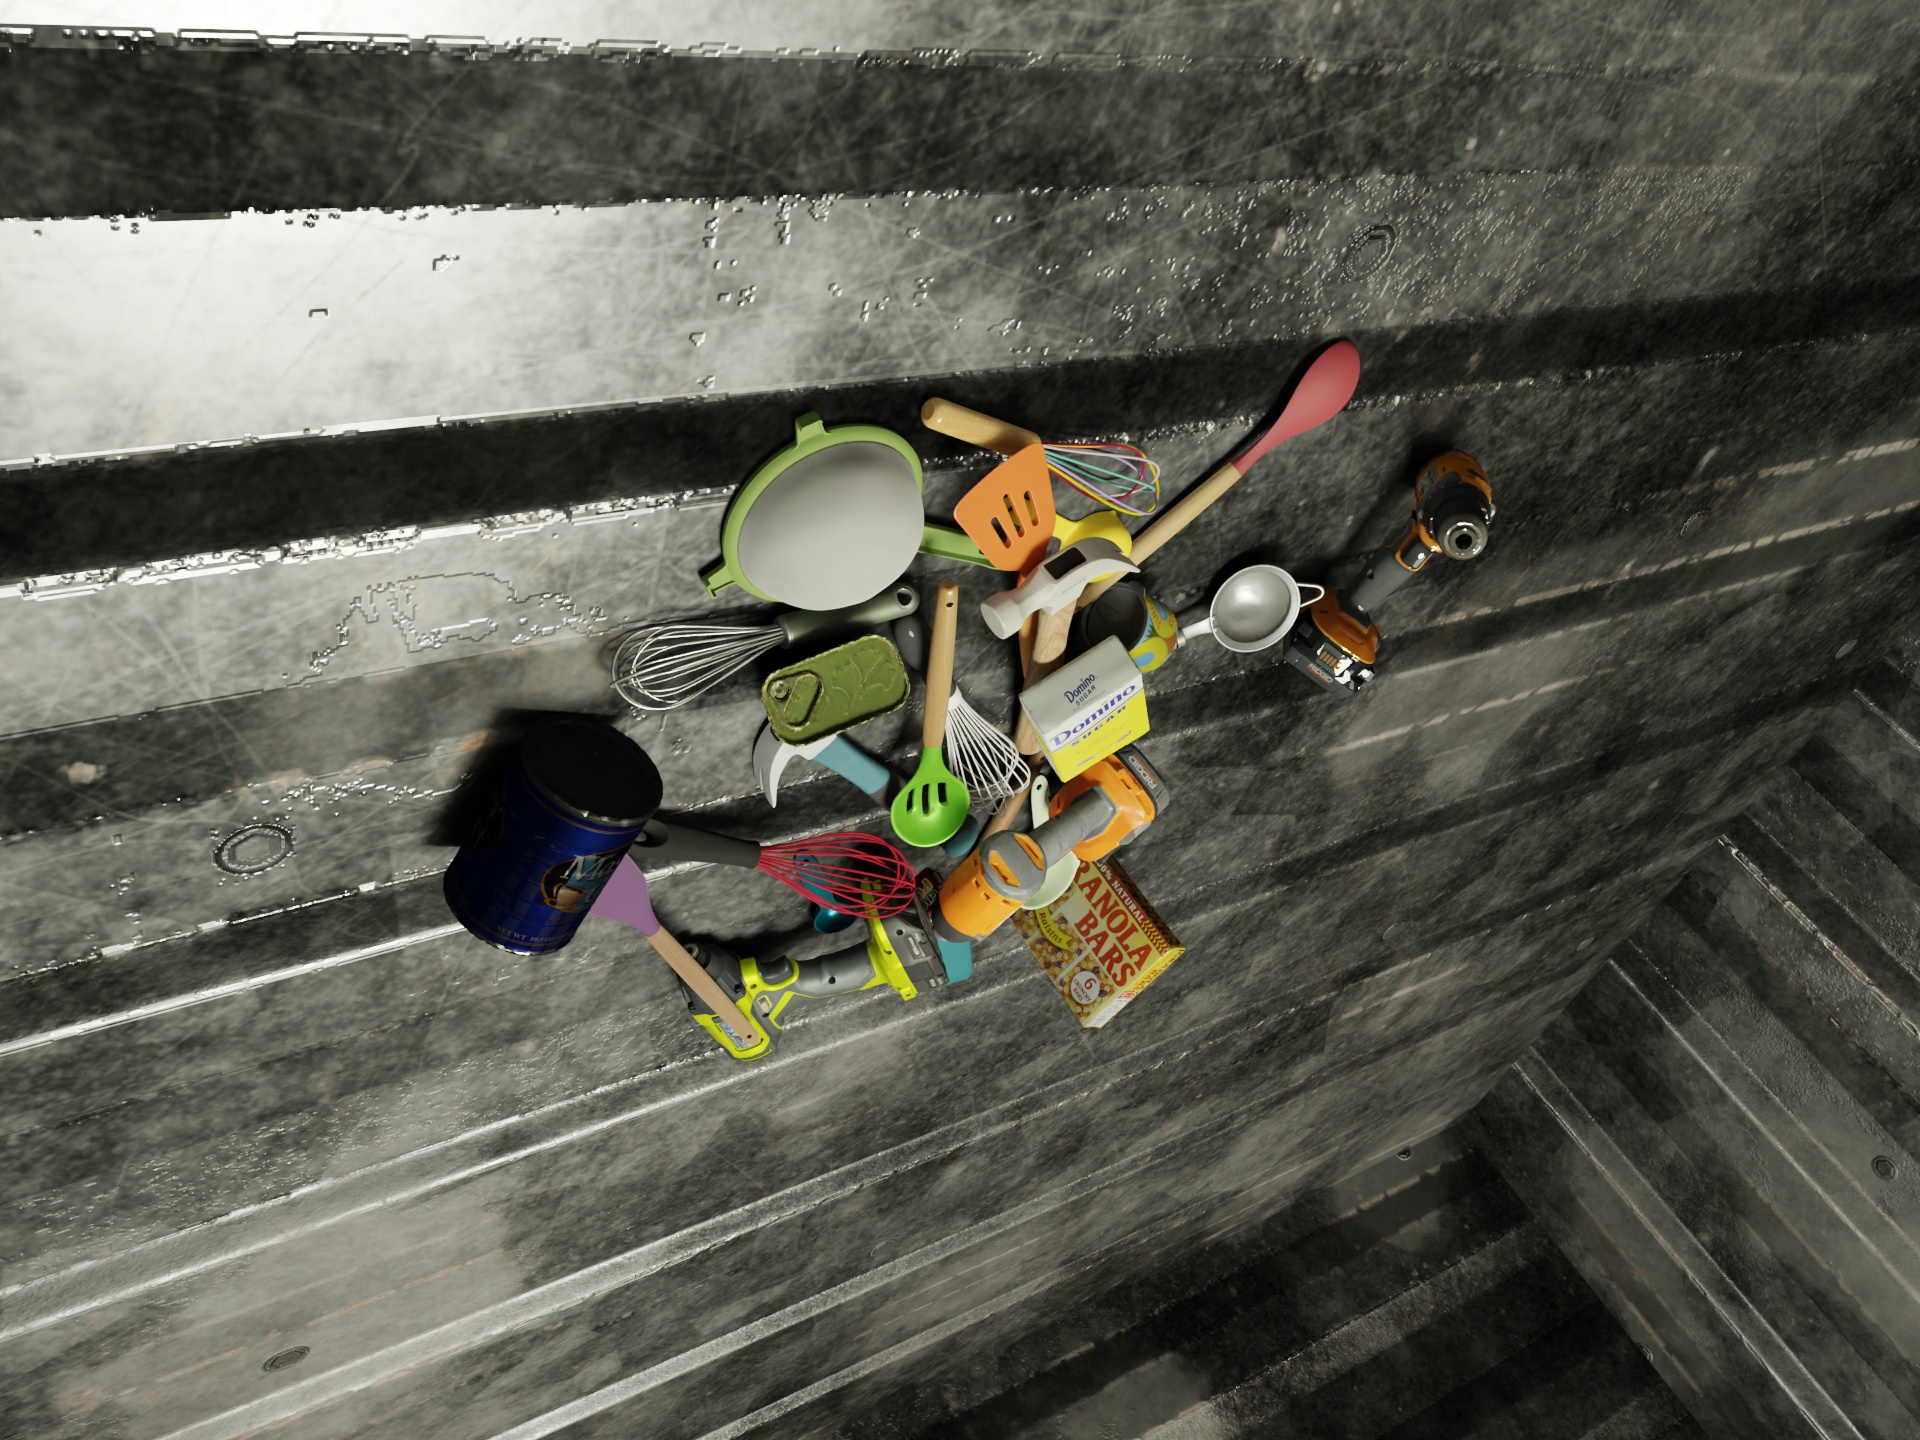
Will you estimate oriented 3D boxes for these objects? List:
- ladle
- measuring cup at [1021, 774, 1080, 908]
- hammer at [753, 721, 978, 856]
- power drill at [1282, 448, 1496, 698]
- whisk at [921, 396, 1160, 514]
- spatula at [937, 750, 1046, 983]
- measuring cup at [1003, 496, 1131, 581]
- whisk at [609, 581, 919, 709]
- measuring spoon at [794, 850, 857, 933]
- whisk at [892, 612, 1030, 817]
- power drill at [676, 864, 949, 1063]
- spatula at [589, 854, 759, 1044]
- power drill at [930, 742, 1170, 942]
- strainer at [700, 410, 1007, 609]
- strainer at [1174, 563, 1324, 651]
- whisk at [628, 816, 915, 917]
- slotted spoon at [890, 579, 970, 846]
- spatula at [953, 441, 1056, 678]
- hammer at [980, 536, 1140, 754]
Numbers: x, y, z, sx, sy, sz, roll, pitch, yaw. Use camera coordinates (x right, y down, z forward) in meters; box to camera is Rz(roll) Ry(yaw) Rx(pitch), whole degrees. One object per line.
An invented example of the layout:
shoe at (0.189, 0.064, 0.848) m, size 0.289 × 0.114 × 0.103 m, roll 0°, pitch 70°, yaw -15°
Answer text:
ladle at (0.201, -0.187, 1.284) m, size 0.315 × 0.031 × 0.069 m, roll -40°, pitch 149°, yaw 11°
measuring cup at (0.072, 0.112, 1.561) m, size 0.083 × 0.038 × 0.167 m, roll -23°, pitch 130°, yaw -22°
hammer at (-0.064, 0.054, 1.347) m, size 0.128 × 0.033 × 0.330 m, roll -40°, pitch 148°, yaw 6°
power drill at (0.385, -0.127, 1.413) m, size 0.226 × 0.084 × 0.185 m, roll -52°, pitch -175°, yaw 26°
whisk at (0.064, -0.193, 1.139) m, size 0.244 × 0.051 × 0.047 m, roll 10°, pitch 106°, yaw -44°
spatula at (0.025, 0.141, 1.538) m, size 0.082 × 0.044 × 0.317 m, roll -4°, pitch 136°, yaw -35°
measuring cup at (0.080, -0.142, 1.223) m, size 0.062 × 0.029 × 0.156 m, roll -49°, pitch 148°, yaw 21°
whisk at (-0.133, -0.060, 1.126) m, size 0.246 × 0.058 × 0.059 m, roll -19°, pitch 179°, yaw -30°
measuring spoon at (-0.127, 0.149, 1.436) m, size 0.042 × 0.021 × 0.128 m, roll -23°, pitch 139°, yaw -2°
whisk at (-0.002, -0.003, 1.309) m, size 0.070 × 0.070 × 0.284 m, roll -34°, pitch 144°, yaw -3°
power drill at (-0.136, 0.219, 1.433) m, size 0.223 × 0.080 × 0.171 m, roll -21°, pitch 140°, yaw 1°
spatula at (-0.244, 0.187, 1.309) m, size 0.060 × 0.018 × 0.315 m, roll -33°, pitch 134°, yaw -2°
power drill at (0.070, 0.120, 1.433) m, size 0.226 × 0.084 × 0.164 m, roll -31°, pitch 169°, yaw -38°
strainer at (-0.042, -0.116, 1.104) m, size 0.256 × 0.069 × 0.151 m, roll 6°, pitch 130°, yaw -45°
strainer at (0.198, -0.079, 1.412) m, size 0.258 × 0.050 × 0.086 m, roll -22°, pitch 122°, yaw -10°
whisk at (-0.152, 0.113, 1.294) m, size 0.295 × 0.073 × 0.073 m, roll 15°, pitch 124°, yaw -37°
slotted spoon at (-0.018, 0.000, 1.251) m, size 0.070 × 0.031 × 0.313 m, roll -11°, pitch 144°, yaw -13°
spatula at (0.046, -0.099, 1.215) m, size 0.081 × 0.041 × 0.322 m, roll -40°, pitch 162°, yaw -11°
hammer at (0.070, -0.048, 1.272) m, size 0.130 × 0.031 × 0.331 m, roll -34°, pitch 162°, yaw -14°
